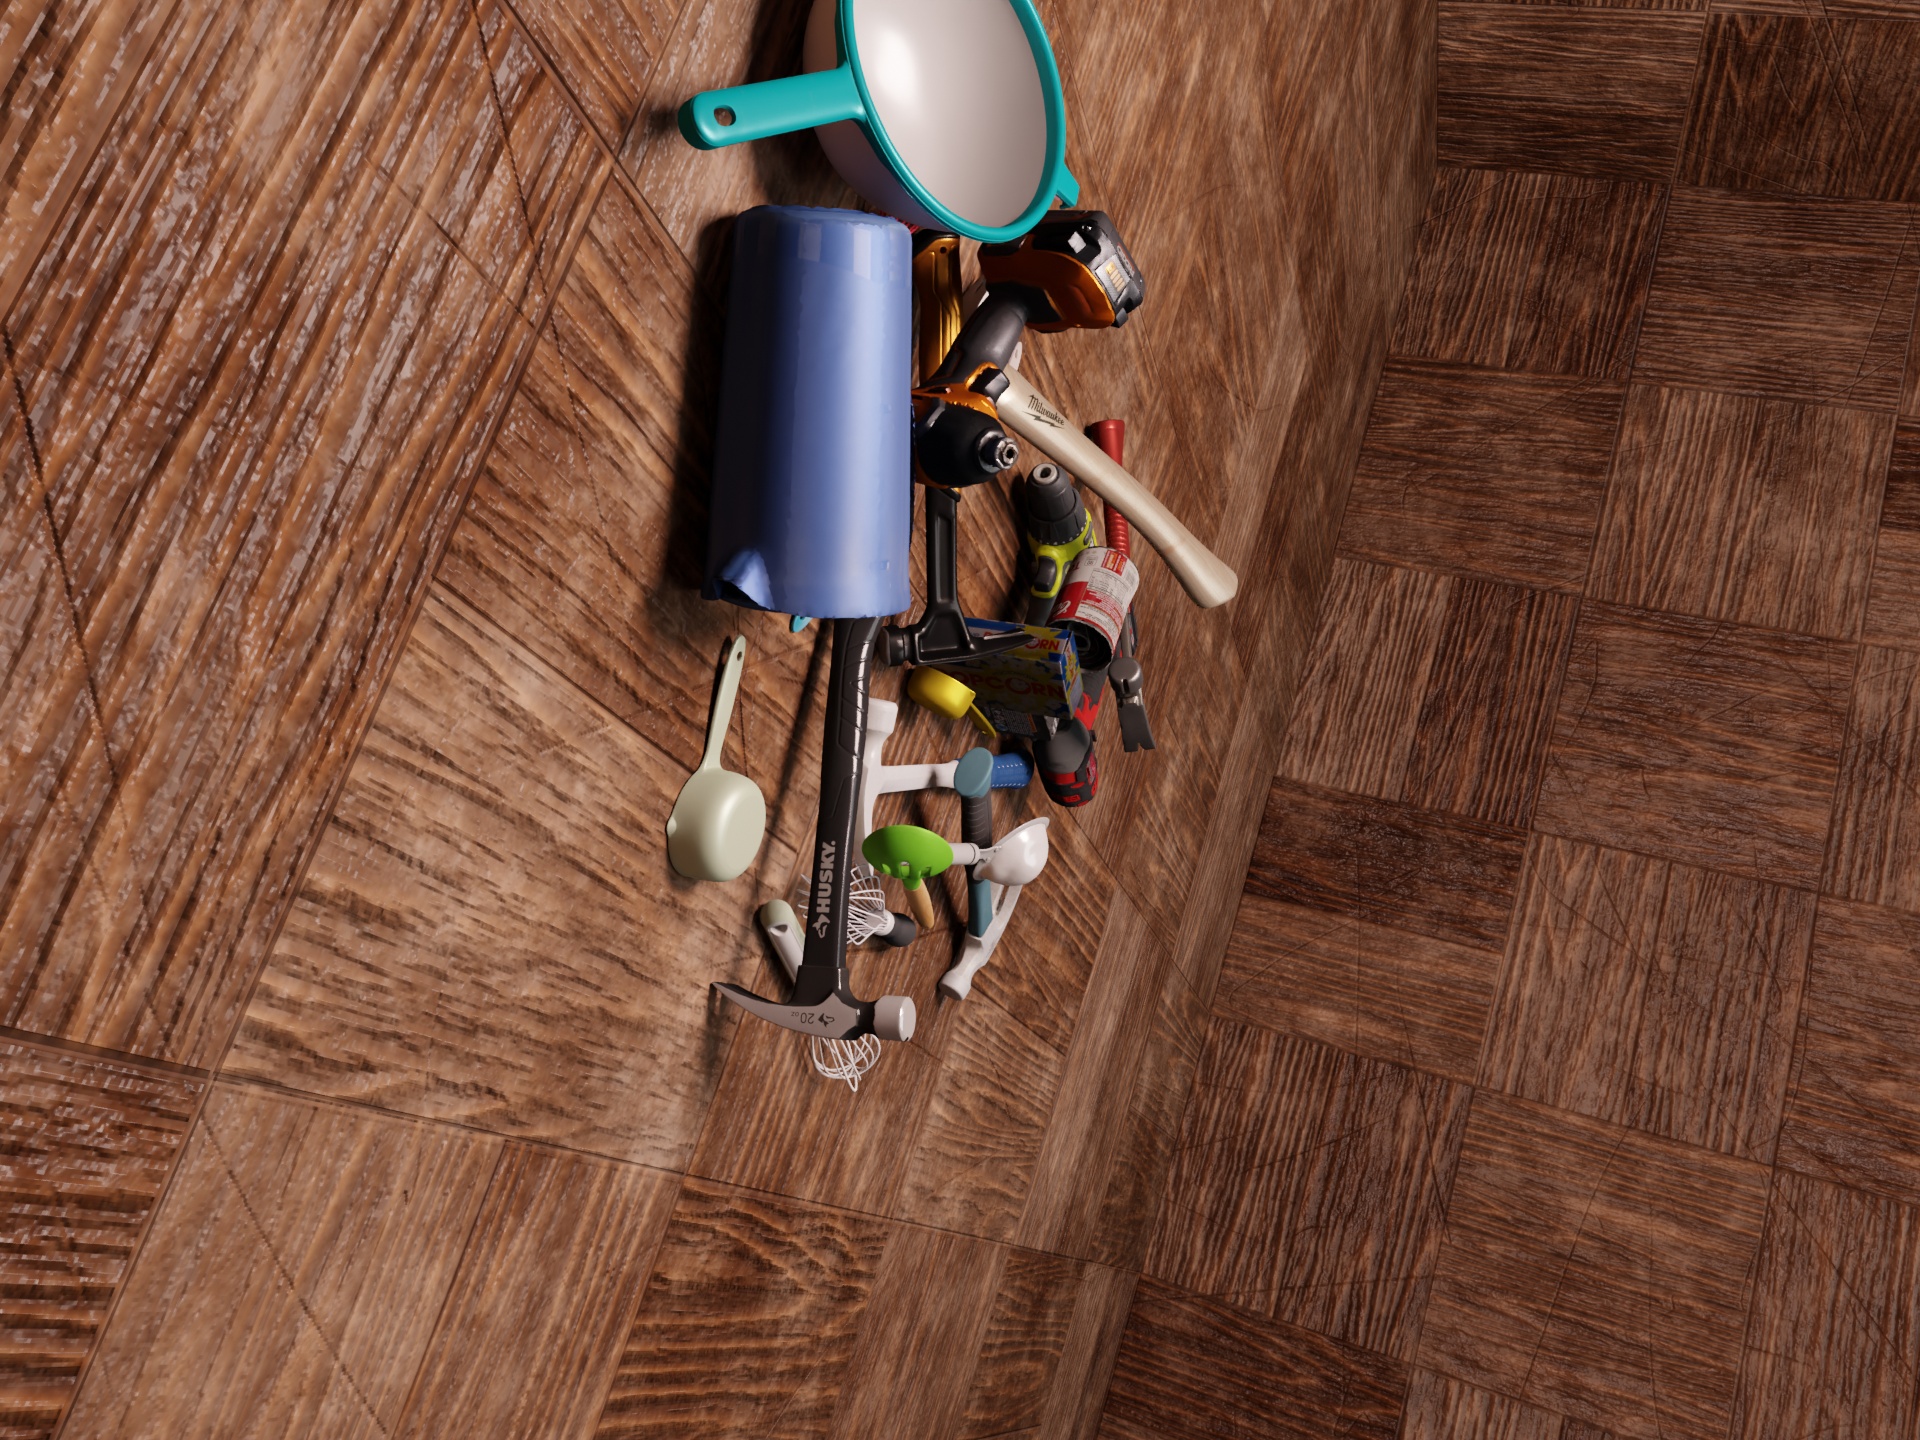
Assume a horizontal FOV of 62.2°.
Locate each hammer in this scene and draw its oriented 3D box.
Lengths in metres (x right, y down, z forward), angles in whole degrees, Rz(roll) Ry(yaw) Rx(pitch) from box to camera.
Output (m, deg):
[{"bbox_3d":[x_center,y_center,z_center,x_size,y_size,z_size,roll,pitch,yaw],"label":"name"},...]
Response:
[{"bbox_3d":[0.016,0.137,1.495,0.128,0.033,0.330,-56,159,-31],"label":"hammer"},{"bbox_3d":[-0.007,-0.208,1.240,0.034,0.127,0.336,-135,-139,-63],"label":"hammer"},{"bbox_3d":[0.161,-0.151,1.598,0.149,0.037,0.359,68,18,-59],"label":"hammer"},{"bbox_3d":[0.128,-0.225,1.406,0.410,0.038,0.146,34,67,-40],"label":"hammer"},{"bbox_3d":[-0.094,0.060,1.156,0.035,0.146,0.335,34,58,-68],"label":"hammer"},{"bbox_3d":[-0.013,0.055,1.445,0.405,0.035,0.144,1,100,-69],"label":"hammer"}]

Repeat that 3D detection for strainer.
[{"bbox_3d":[0.012,0.118,1.380,0.087,0.050,0.258,-48,151,23],"label":"strainer"},{"bbox_3d":[-0.068,-0.377,0.977,0.340,0.095,0.211,-34,110,-44],"label":"strainer"}]

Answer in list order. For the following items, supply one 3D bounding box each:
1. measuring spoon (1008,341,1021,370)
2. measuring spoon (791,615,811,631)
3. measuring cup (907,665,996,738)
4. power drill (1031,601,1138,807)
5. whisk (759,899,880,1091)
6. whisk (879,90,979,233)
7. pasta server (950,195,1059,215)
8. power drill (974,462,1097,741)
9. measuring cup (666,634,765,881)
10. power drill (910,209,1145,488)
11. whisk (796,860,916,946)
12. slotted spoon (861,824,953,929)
[{"bbox_3d":[0.033,-0.296,1.403,0.034,0.018,0.124,79,24,-47],"label":"measuring spoon"},{"bbox_3d":[-0.096,-0.118,1.166,0.129,0.021,0.042,-59,153,-21],"label":"measuring spoon"},{"bbox_3d":[-0.002,-0.004,1.398,0.029,0.062,0.156,-61,152,-10],"label":"measuring cup"},{"bbox_3d":[0.124,-0.034,1.652,0.143,0.078,0.220,70,30,-56],"label":"power drill"},{"bbox_3d":[-0.114,0.220,1.264,0.246,0.058,0.059,72,3,-46],"label":"whisk"},{"bbox_3d":[-0.047,-0.343,1.105,0.296,0.073,0.073,-65,157,-18],"label":"whisk"},{"bbox_3d":[0.034,-0.396,1.224,0.040,0.060,0.316,56,23,-13],"label":"pasta server"},{"bbox_3d":[0.074,-0.115,1.523,0.190,0.080,0.229,67,38,-58],"label":"power drill"},{"bbox_3d":[-0.151,0.028,1.062,0.083,0.038,0.167,-3,106,-69],"label":"measuring cup"},{"bbox_3d":[0.030,-0.256,1.122,0.226,0.164,0.084,-52,130,-14],"label":"power drill"},{"bbox_3d":[-0.073,0.163,1.310,0.284,0.070,0.070,52,53,-73],"label":"whisk"},{"bbox_3d":[-0.036,0.139,1.313,0.313,0.070,0.031,83,11,-72],"label":"slotted spoon"}]
